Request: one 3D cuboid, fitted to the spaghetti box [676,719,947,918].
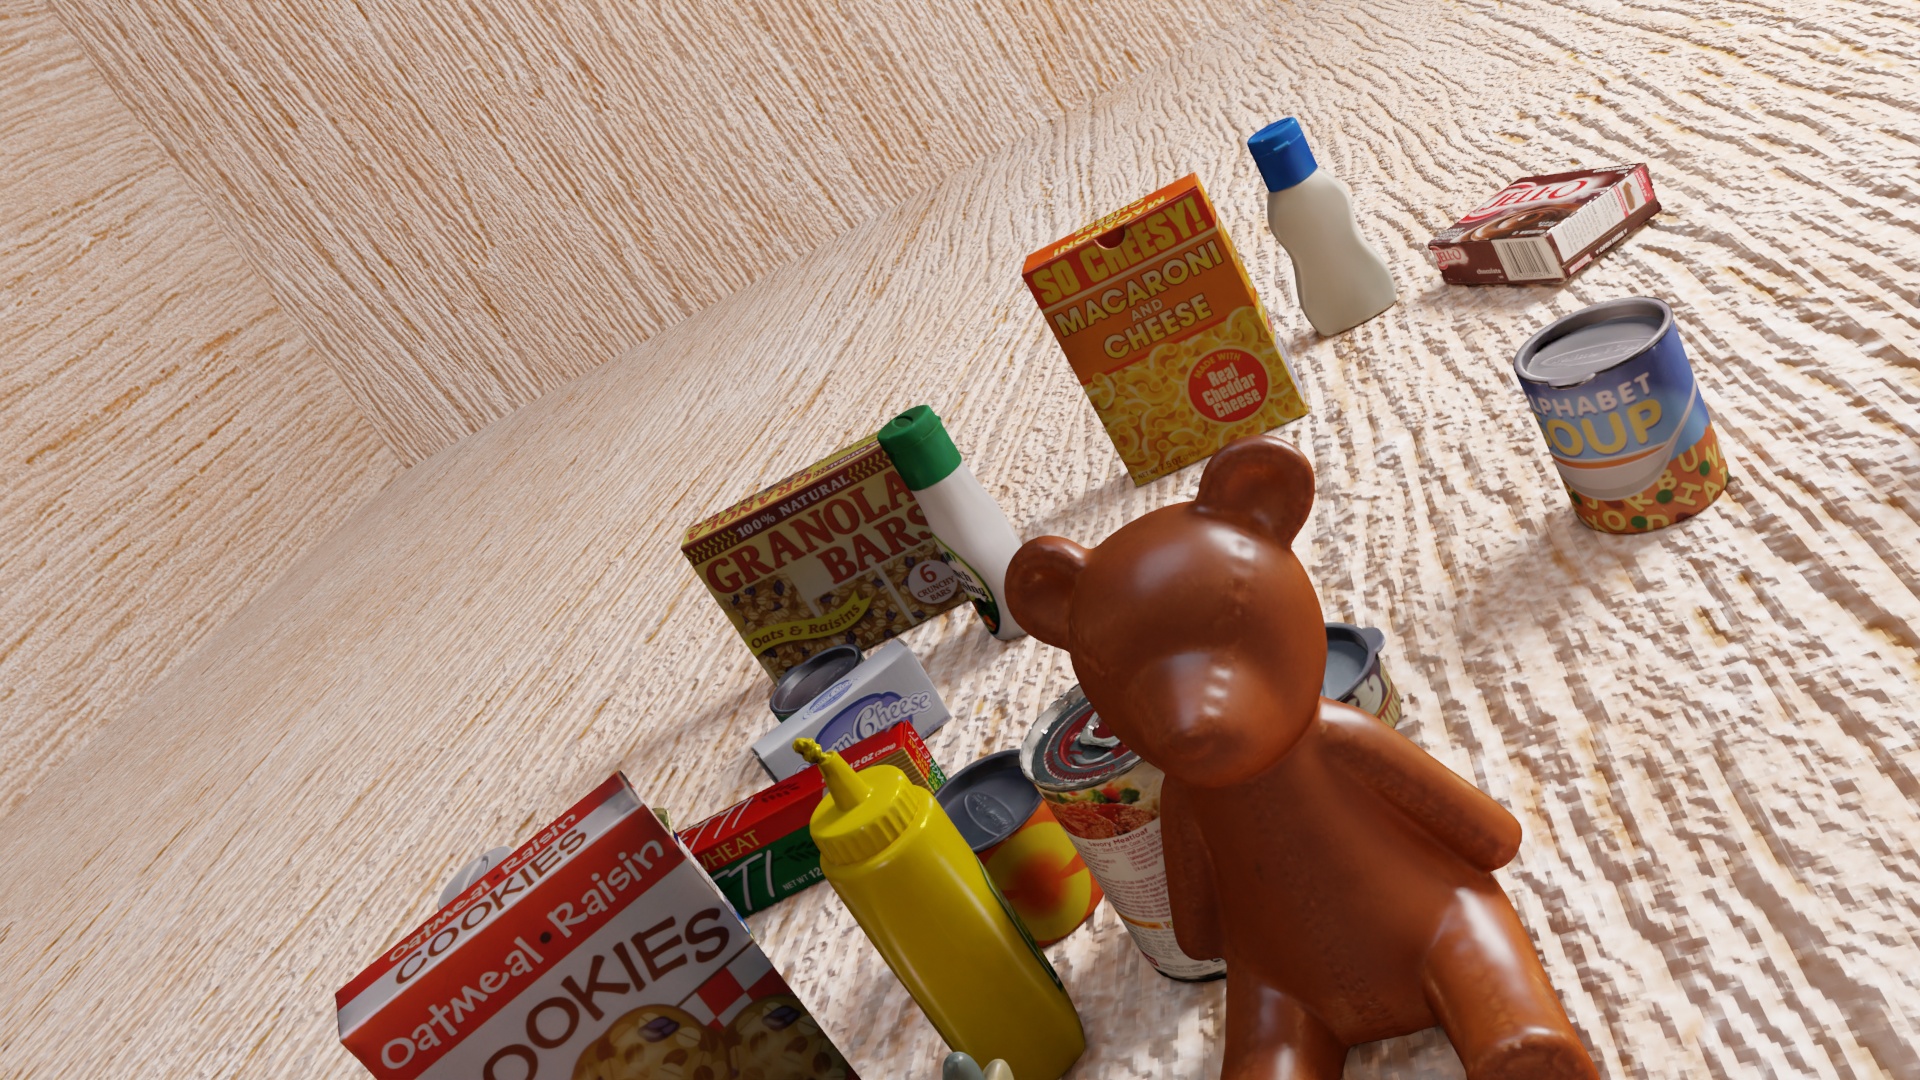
[{"bbox_3d":[-0.124,0.171,0.722,0.250,0.050,0.029,-28,21,10],"label":"spaghetti box"}]

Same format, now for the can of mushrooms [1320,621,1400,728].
[{"bbox_3d":[0.154,0.067,0.596,0.071,0.033,0.071,-27,21,11],"label":"can of mushrooms"}]

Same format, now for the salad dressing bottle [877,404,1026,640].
[{"bbox_3d":[0.003,-0.010,0.821,0.044,0.147,0.064,-35,20,-10],"label":"salad dressing bottle"}]

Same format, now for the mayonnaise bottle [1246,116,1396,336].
[{"bbox_3d":[0.245,-0.217,0.957,0.064,0.147,0.041,-26,21,14],"label":"mayonnaise bottle"}]

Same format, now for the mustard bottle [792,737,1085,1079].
[{"bbox_3d":[-0.012,0.131,0.502,0.049,0.160,0.065,-35,20,-9],"label":"mustard bottle"}]

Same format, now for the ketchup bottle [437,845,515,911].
[{"bbox_3d":[-0.156,0.192,0.578,0.043,0.148,0.065,-29,20,7],"label":"ketchup bottle"}]

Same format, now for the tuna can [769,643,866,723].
[{"bbox_3d":[-0.083,0.097,0.859,0.071,0.032,0.071,-27,21,11],"label":"tuna can"}]

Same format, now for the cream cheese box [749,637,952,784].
[{"bbox_3d":[-0.060,0.107,0.775,0.104,0.053,0.024,-36,21,-13],"label":"cream cheese box"}]

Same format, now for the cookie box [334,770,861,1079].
[{"bbox_3d":[-0.125,0.190,0.514,0.123,0.167,0.040,-38,21,-18],"label":"cookie box"}]

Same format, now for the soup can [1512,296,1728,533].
[{"bbox_3d":[0.289,-0.053,0.610,0.071,0.083,0.071,-27,21,11],"label":"soup can"}]

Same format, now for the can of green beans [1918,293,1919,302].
[{"bbox_3d":[0.420,-0.083,0.534,0.071,0.057,0.071,-27,21,11],"label":"can of green beans"}]

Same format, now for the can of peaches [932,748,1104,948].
[{"bbox_3d":[0.025,0.131,0.595,0.071,0.058,0.071,-27,21,11],"label":"can of peaches"}]

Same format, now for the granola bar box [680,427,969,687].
[{"bbox_3d":[-0.082,0.012,0.921,0.165,0.124,0.039,-26,21,13],"label":"granola bar box"}]

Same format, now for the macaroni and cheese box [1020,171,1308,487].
[{"bbox_3d":[0.132,-0.132,0.893,0.123,0.166,0.040,-24,21,19],"label":"macaroni and cheese box"}]
